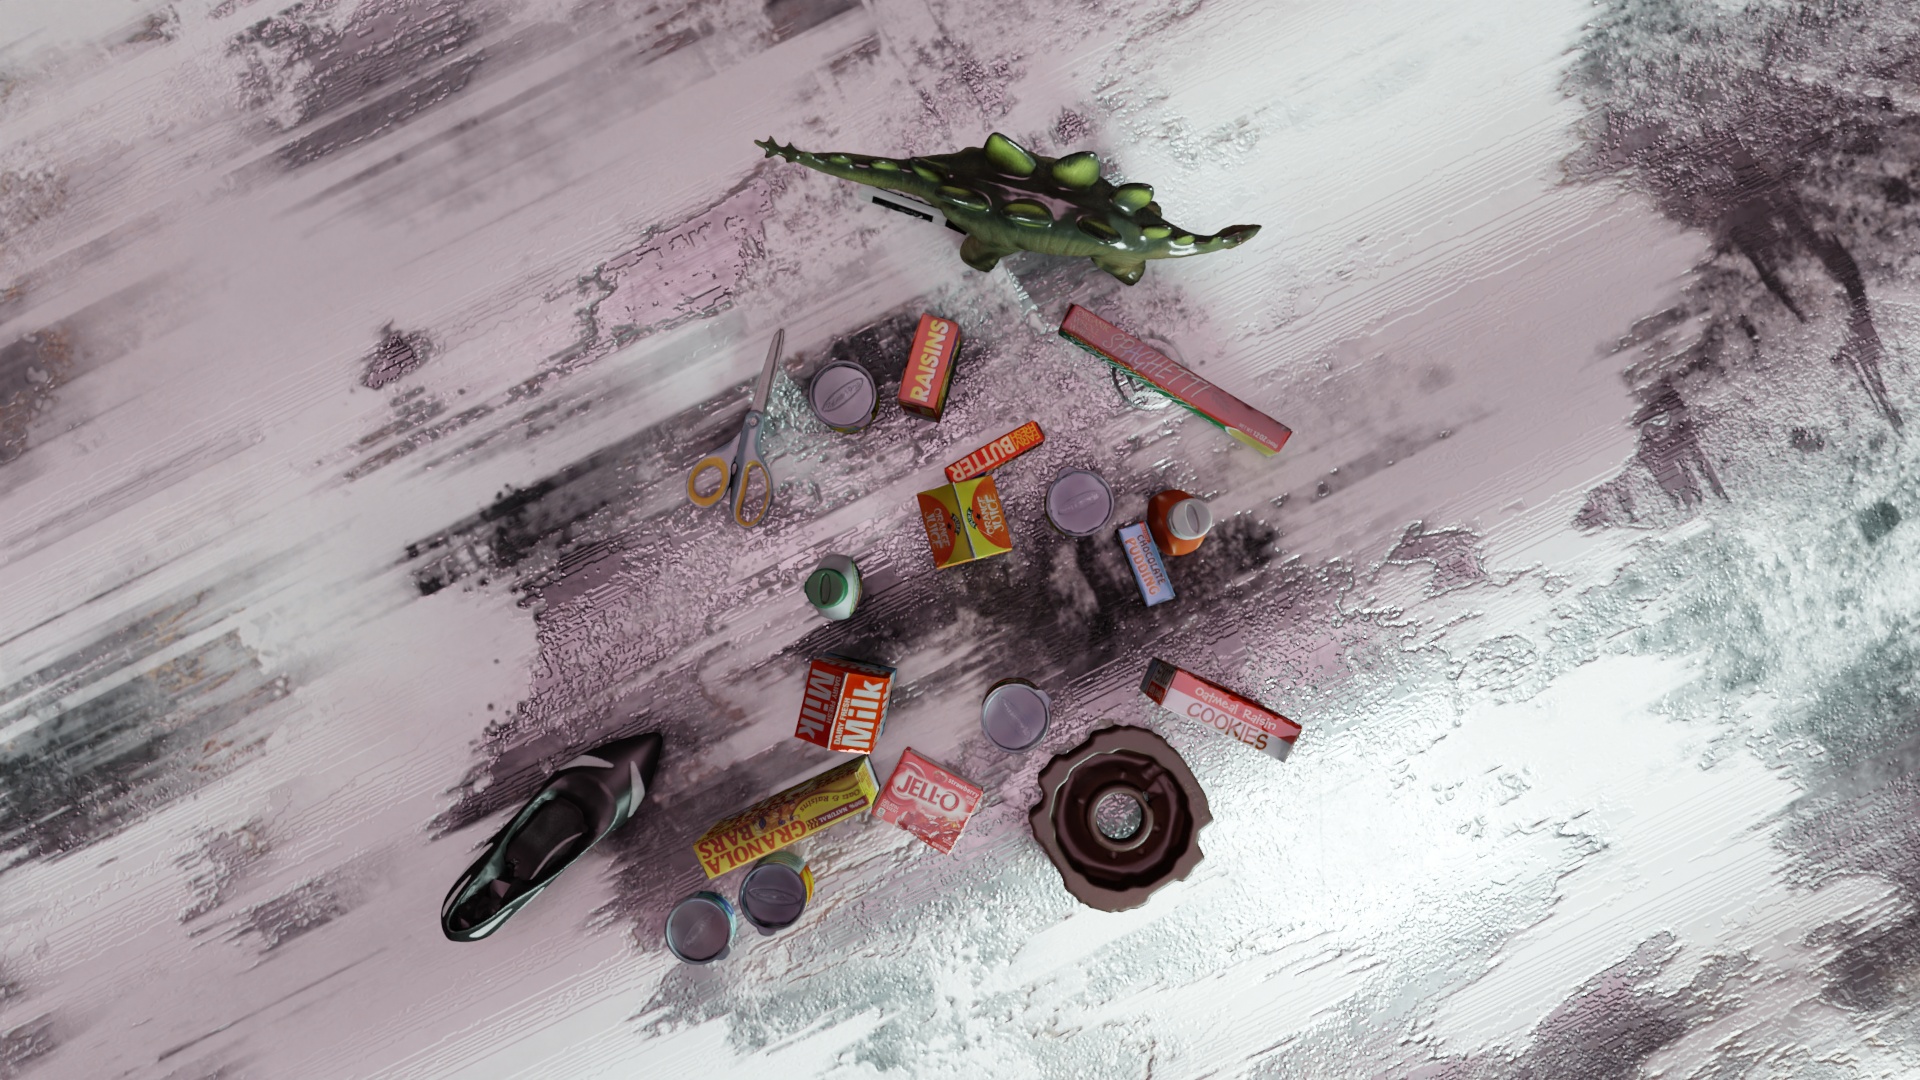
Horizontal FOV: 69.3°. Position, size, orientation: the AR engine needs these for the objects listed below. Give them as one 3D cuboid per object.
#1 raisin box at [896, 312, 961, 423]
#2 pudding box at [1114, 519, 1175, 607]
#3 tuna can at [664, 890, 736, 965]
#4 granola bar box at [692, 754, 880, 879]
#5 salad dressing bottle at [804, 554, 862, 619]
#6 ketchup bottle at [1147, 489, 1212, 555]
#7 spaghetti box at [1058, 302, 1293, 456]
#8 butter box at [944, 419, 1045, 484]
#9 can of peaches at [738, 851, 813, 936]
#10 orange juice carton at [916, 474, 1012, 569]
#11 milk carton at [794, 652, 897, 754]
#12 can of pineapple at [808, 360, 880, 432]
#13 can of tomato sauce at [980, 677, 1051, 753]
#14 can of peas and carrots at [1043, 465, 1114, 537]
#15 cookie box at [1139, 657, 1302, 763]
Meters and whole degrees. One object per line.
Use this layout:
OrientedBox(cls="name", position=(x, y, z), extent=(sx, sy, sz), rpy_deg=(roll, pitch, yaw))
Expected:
OrientedBox(cls="raisin box", position=(-0.029, -0.164, 1.336), extent=(0.040, 0.123, 0.086), rpy_deg=(17, 89, 1))
OrientedBox(cls="pudding box", position=(0.181, 0.023, 1.364), extent=(0.030, 0.049, 0.083), rpy_deg=(-21, 88, 1))
OrientedBox(cls="tuna can", position=(-0.254, 0.383, 1.369), extent=(0.071, 0.033, 0.071), rpy_deg=(0, 89, 1))
OrientedBox(cls="granola bar box", position=(-0.161, 0.262, 1.325), extent=(0.165, 0.124, 0.039), rpy_deg=(-24, 89, 0))
OrientedBox(cls="salad dressing bottle", position=(-0.121, 0.045, 1.319), extent=(0.044, 0.147, 0.064), rpy_deg=(3, 89, 1))
OrientedBox(cls="ketchup bottle", position=(0.208, -0.018, 1.315), extent=(0.043, 0.149, 0.064), rpy_deg=(-17, 89, 1))
OrientedBox(cls="spaghetti box", position=(0.209, -0.158, 1.369), extent=(0.250, 0.050, 0.028), rpy_deg=(30, 90, 1))
OrientedBox(cls="butter box", position=(0.033, -0.083, 1.368), extent=(0.103, 0.053, 0.024), rpy_deg=(-28, 89, 0))
OrientedBox(cls="can of peaches", position=(-0.180, 0.344, 1.356), extent=(0.071, 0.058, 0.071), rpy_deg=(0, 89, 1))
OrientedBox(cls="orange juice carton", position=(0.005, -0.016, 1.296), extent=(0.073, 0.192, 0.072), rpy_deg=(-15, 89, 1))
OrientedBox(cls="milk carton", position=(-0.106, 0.151, 1.294), extent=(0.073, 0.190, 0.072), rpy_deg=(13, 89, 1))
OrientedBox(cls="can of pineapple", position=(-0.113, -0.139, 1.369), extent=(0.071, 0.058, 0.071), rpy_deg=(0, 89, 1))
OrientedBox(cls="can of tomato sauce", position=(0.054, 0.166, 1.345), extent=(0.071, 0.083, 0.071), rpy_deg=(0, 89, 1))
OrientedBox(cls="can of peas and carrots", position=(0.114, -0.038, 1.362), extent=(0.071, 0.058, 0.071), rpy_deg=(0, 89, 1))
OrientedBox(cls="cookie box", position=(0.240, 0.155, 1.301), extent=(0.123, 0.167, 0.040), rpy_deg=(24, 90, 1))
